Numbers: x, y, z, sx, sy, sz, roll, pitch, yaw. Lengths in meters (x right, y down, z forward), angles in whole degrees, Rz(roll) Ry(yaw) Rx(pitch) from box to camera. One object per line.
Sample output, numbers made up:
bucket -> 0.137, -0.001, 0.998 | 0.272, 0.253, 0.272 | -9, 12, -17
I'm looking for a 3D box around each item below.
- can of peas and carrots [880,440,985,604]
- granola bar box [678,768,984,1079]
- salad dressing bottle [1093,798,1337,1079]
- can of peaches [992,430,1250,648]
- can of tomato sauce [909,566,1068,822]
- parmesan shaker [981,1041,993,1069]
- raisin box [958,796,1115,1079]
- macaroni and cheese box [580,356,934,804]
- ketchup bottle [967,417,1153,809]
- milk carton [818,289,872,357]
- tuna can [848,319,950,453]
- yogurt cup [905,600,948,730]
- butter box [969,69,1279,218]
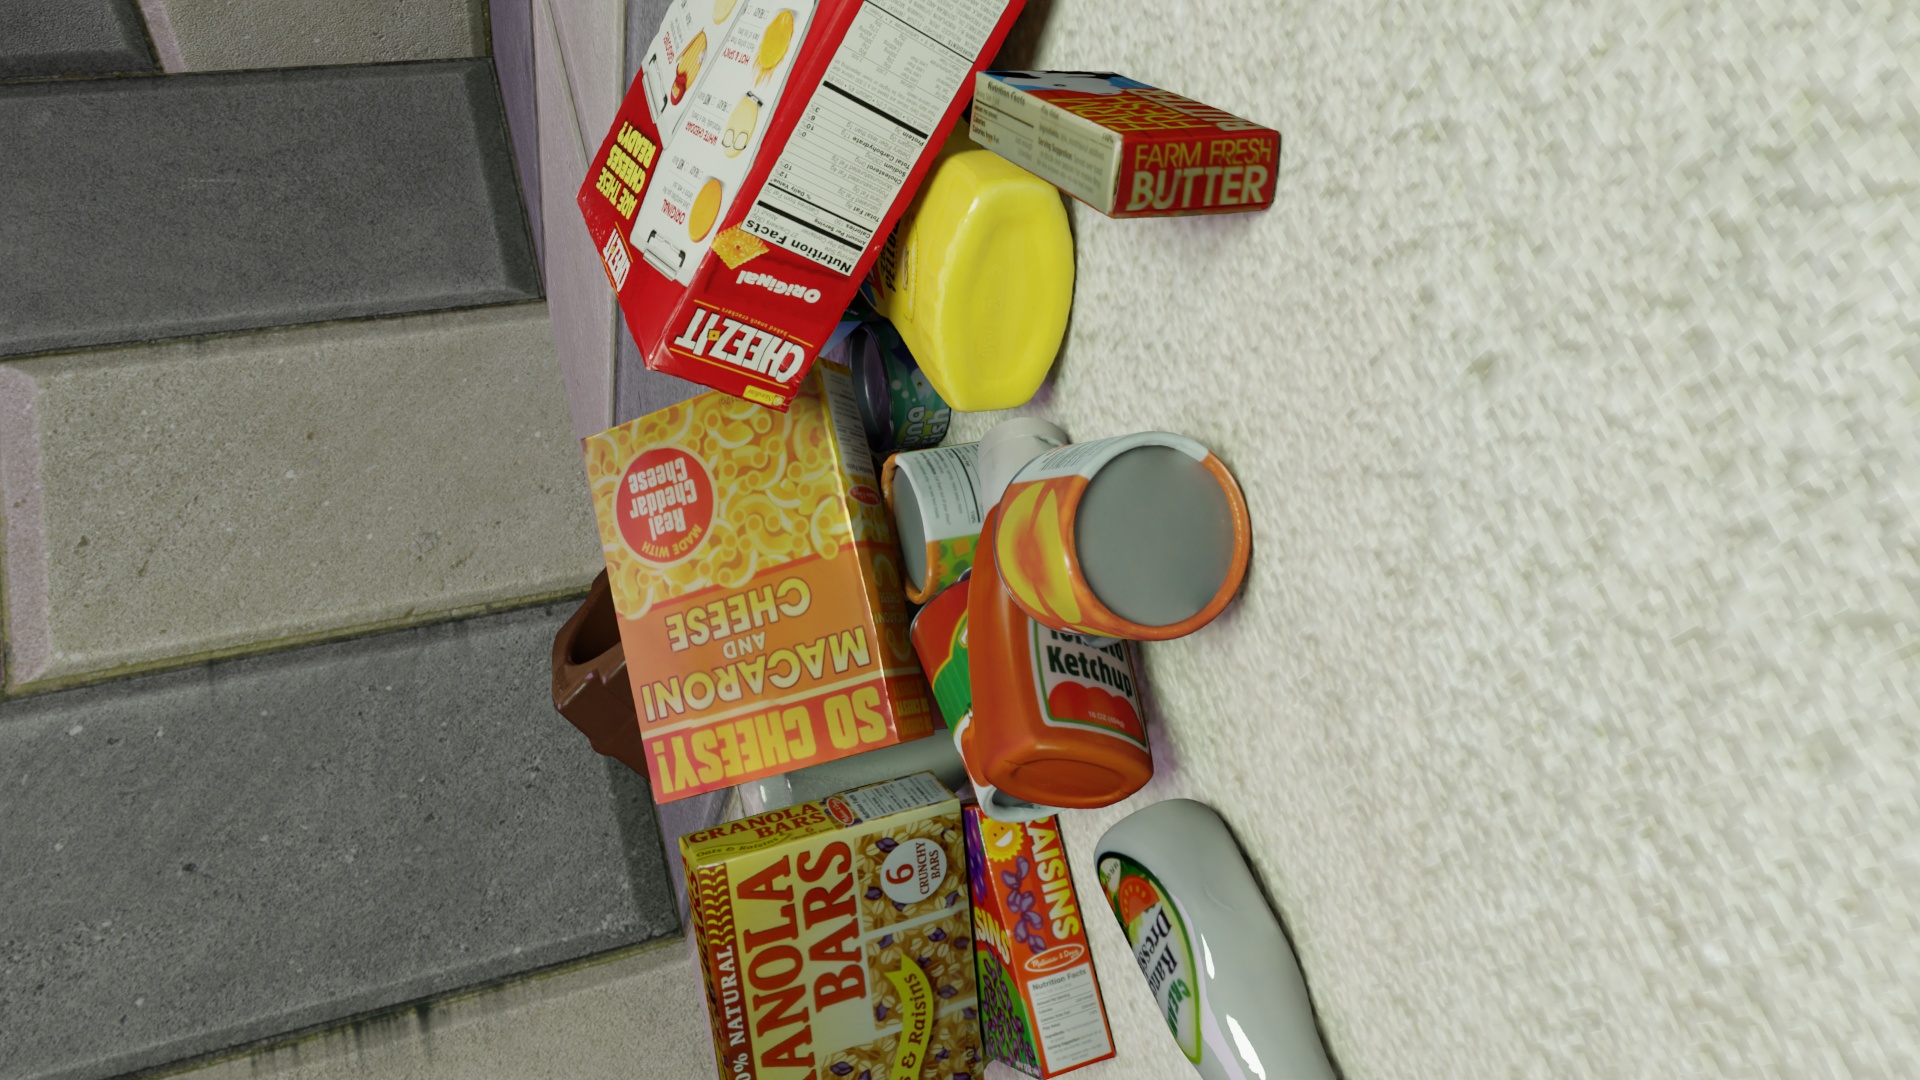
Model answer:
can of peas and carrots -> 0.002, -0.008, 0.599 | 0.071, 0.059, 0.071 | 171, 89, -71
granola bar box -> -0.057, 0.201, 0.650 | 0.039, 0.124, 0.165 | -148, 50, -63
salad dressing bottle -> 0.092, 0.157, 0.450 | 0.064, 0.044, 0.148 | 100, 152, -47
can of peaches -> 0.052, 0.001, 0.451 | 0.058, 0.071, 0.071 | 174, 86, -70
can of tomato sauce -> 0.025, 0.060, 0.558 | 0.070, 0.071, 0.083 | 104, 148, -50
parmesan shaker -> -0.020, 0.245, 0.783 | 0.103, 0.071, 0.071 | -118, 26, -42
raisin box -> 0.026, 0.182, 0.658 | 0.086, 0.040, 0.123 | 142, 115, -70
macaroni and cheese box -> -0.089, 0.018, 0.605 | 0.040, 0.123, 0.166 | 8, -113, -68
ketchup bottle -> 0.030, 0.022, 0.513 | 0.043, 0.065, 0.149 | -39, 43, 37
milk carton -> -0.103, -0.134, 0.742 | 0.190, 0.072, 0.073 | -23, 49, 62
tuna can -> -0.030, -0.077, 0.695 | 0.071, 0.033, 0.071 | 171, 89, -71
yogurt cup -> -0.003, 0.053, 0.640 | 0.072, 0.072, 0.054 | 1, 108, 70
butter box -> 0.046, -0.123, 0.423 | 0.104, 0.053, 0.024 | -131, 38, -54
